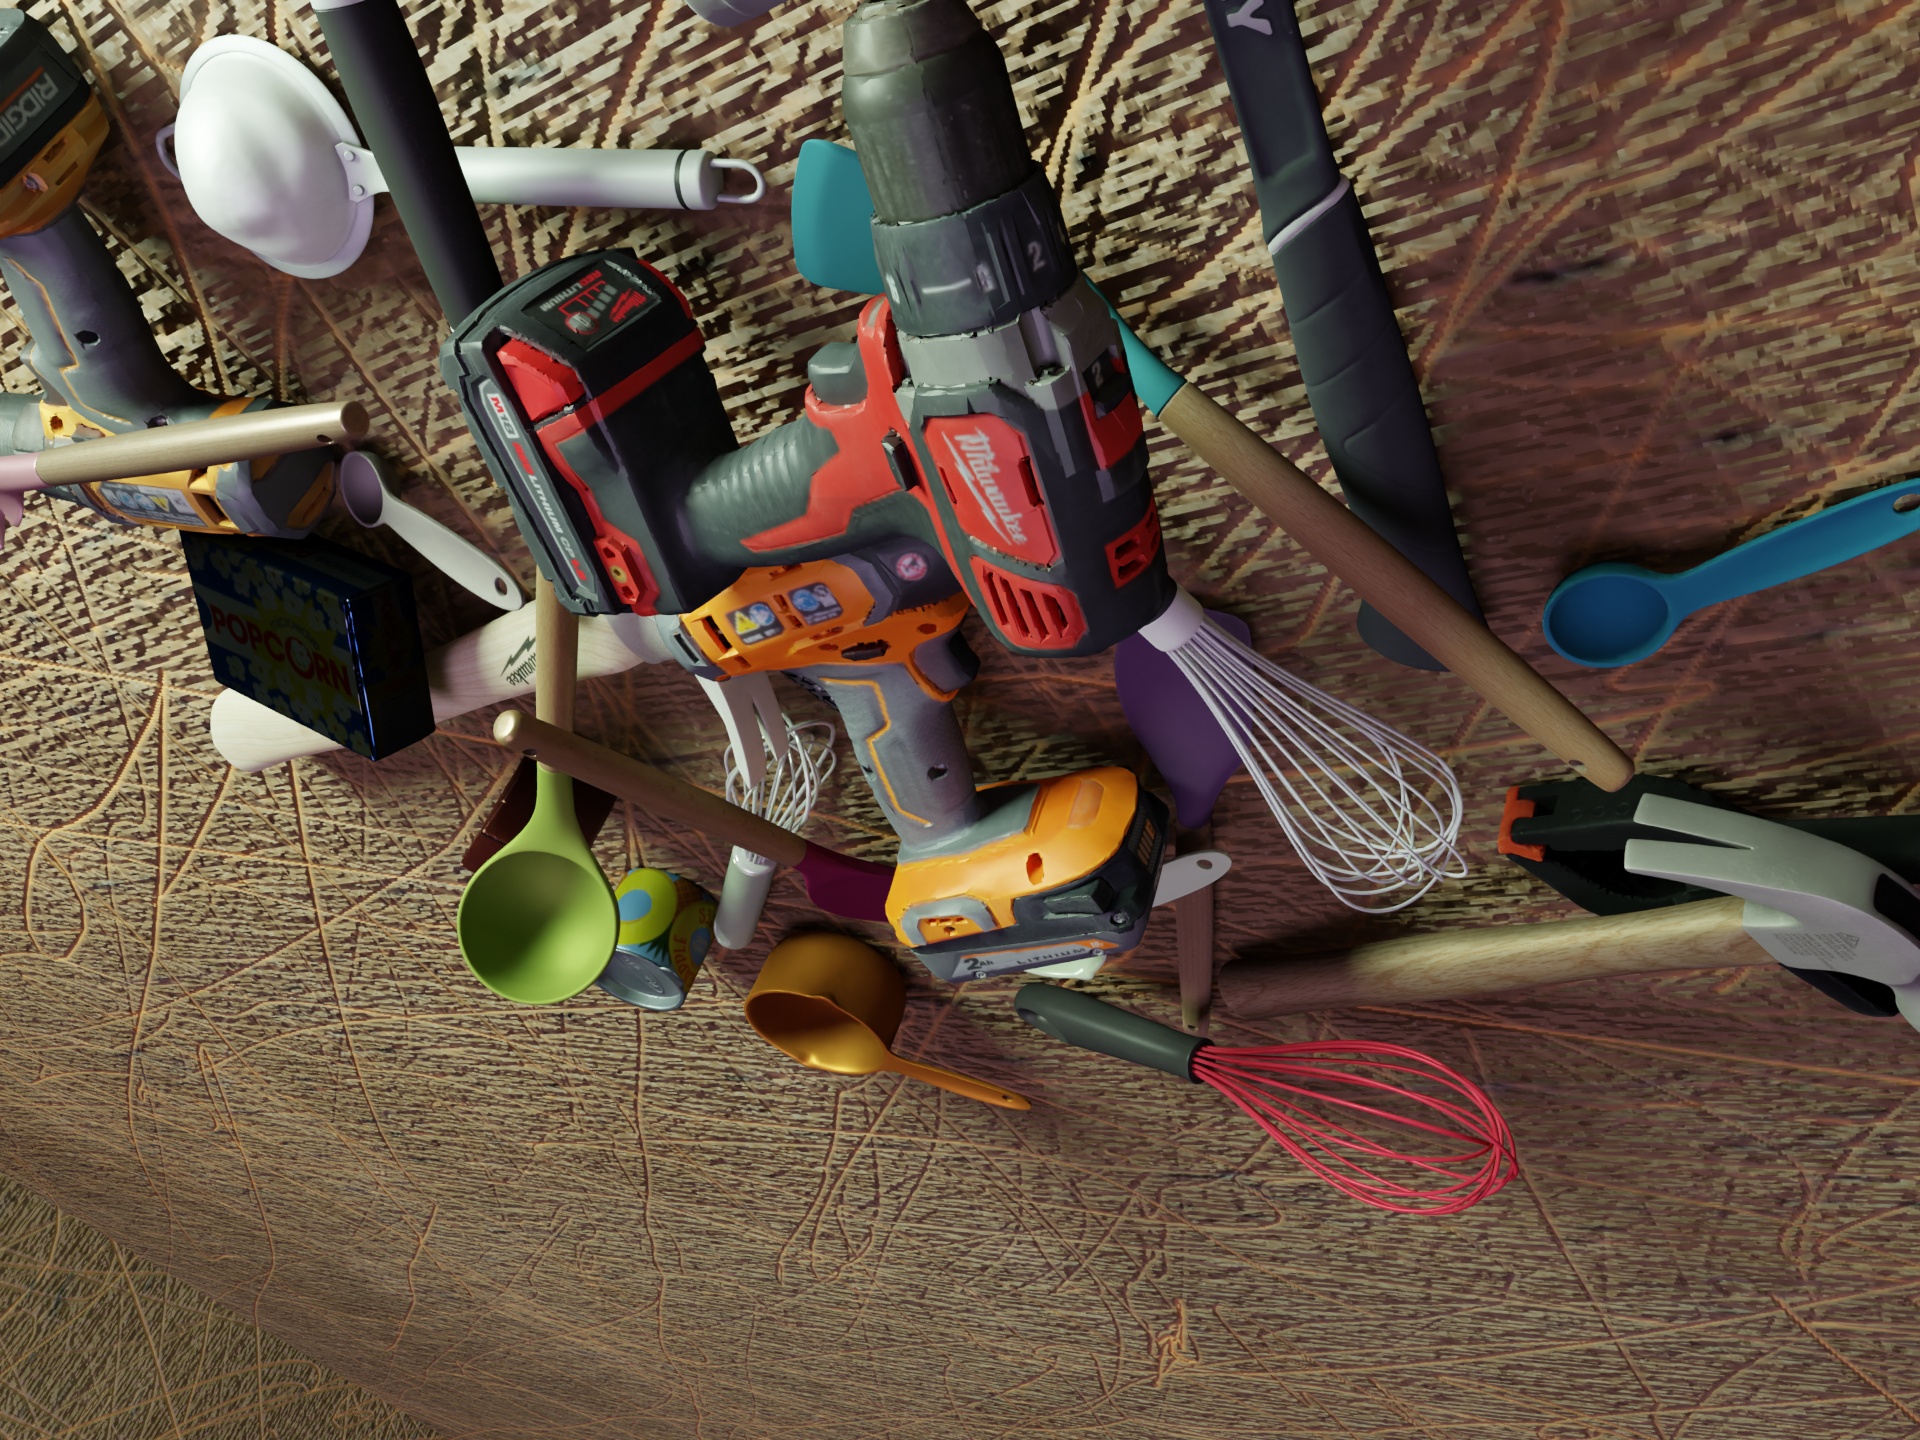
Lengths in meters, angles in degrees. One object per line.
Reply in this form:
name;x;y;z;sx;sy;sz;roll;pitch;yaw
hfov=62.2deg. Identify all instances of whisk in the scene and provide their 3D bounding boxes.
whisk;0.097;-0.020;0.586;0.284;0.070;0.070;40;140;-26
whisk;0.134;0.173;0.781;0.296;0.073;0.073;9;145;46
whisk;-0.105;0.065;0.826;0.058;0.059;0.246;55;152;18

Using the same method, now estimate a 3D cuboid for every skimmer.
skimmer;-0.185;-0.245;0.413;0.127;0.090;0.362;-18;133;-7

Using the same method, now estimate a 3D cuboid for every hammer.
hammer;-0.257;-0.009;0.794;0.411;0.038;0.146;-12;116;40
hammer;0.226;0.098;0.660;0.130;0.031;0.331;38;150;-20
hammer;0.097;-0.161;0.445;0.149;0.036;0.408;-3;137;29

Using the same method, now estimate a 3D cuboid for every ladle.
ladle;-0.179;0.007;0.688;0.078;0.062;0.320;14;132;-1

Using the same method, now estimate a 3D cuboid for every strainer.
strainer;-0.188;-0.191;0.553;0.258;0.050;0.086;6;126;15

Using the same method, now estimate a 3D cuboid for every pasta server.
pasta server;-0.350;-0.097;0.637;0.316;0.040;0.060;-1;159;30

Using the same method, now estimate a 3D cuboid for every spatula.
spatula;0.105;0.059;0.728;0.060;0.018;0.315;14;142;21
spatula;0.080;-0.077;0.504;0.317;0.044;0.082;41;164;4

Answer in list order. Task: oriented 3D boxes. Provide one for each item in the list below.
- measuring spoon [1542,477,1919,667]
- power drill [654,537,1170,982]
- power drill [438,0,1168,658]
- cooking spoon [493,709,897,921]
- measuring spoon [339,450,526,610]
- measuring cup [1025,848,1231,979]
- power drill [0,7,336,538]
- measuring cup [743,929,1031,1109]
measuring spoon;0.253;-0.054;0.517;0.128;0.021;0.042;-24;123;33
power drill;-0.001;-0.002;0.645;0.164;0.084;0.226;-16;122;30
power drill;-0.054;-0.110;0.488;0.227;0.080;0.187;5;129;35
cooking spoon;-0.091;0.053;0.729;0.069;0.017;0.318;-17;153;27
measuring spoon;-0.226;-0.082;0.692;0.124;0.018;0.034;34;126;23
measuring cup;0.068;0.076;0.752;0.083;0.038;0.167;39;139;-21
power drill;-0.386;-0.168;0.652;0.185;0.084;0.226;9;146;18
measuring cup;-0.035;0.174;0.917;0.173;0.052;0.095;20;143;1
